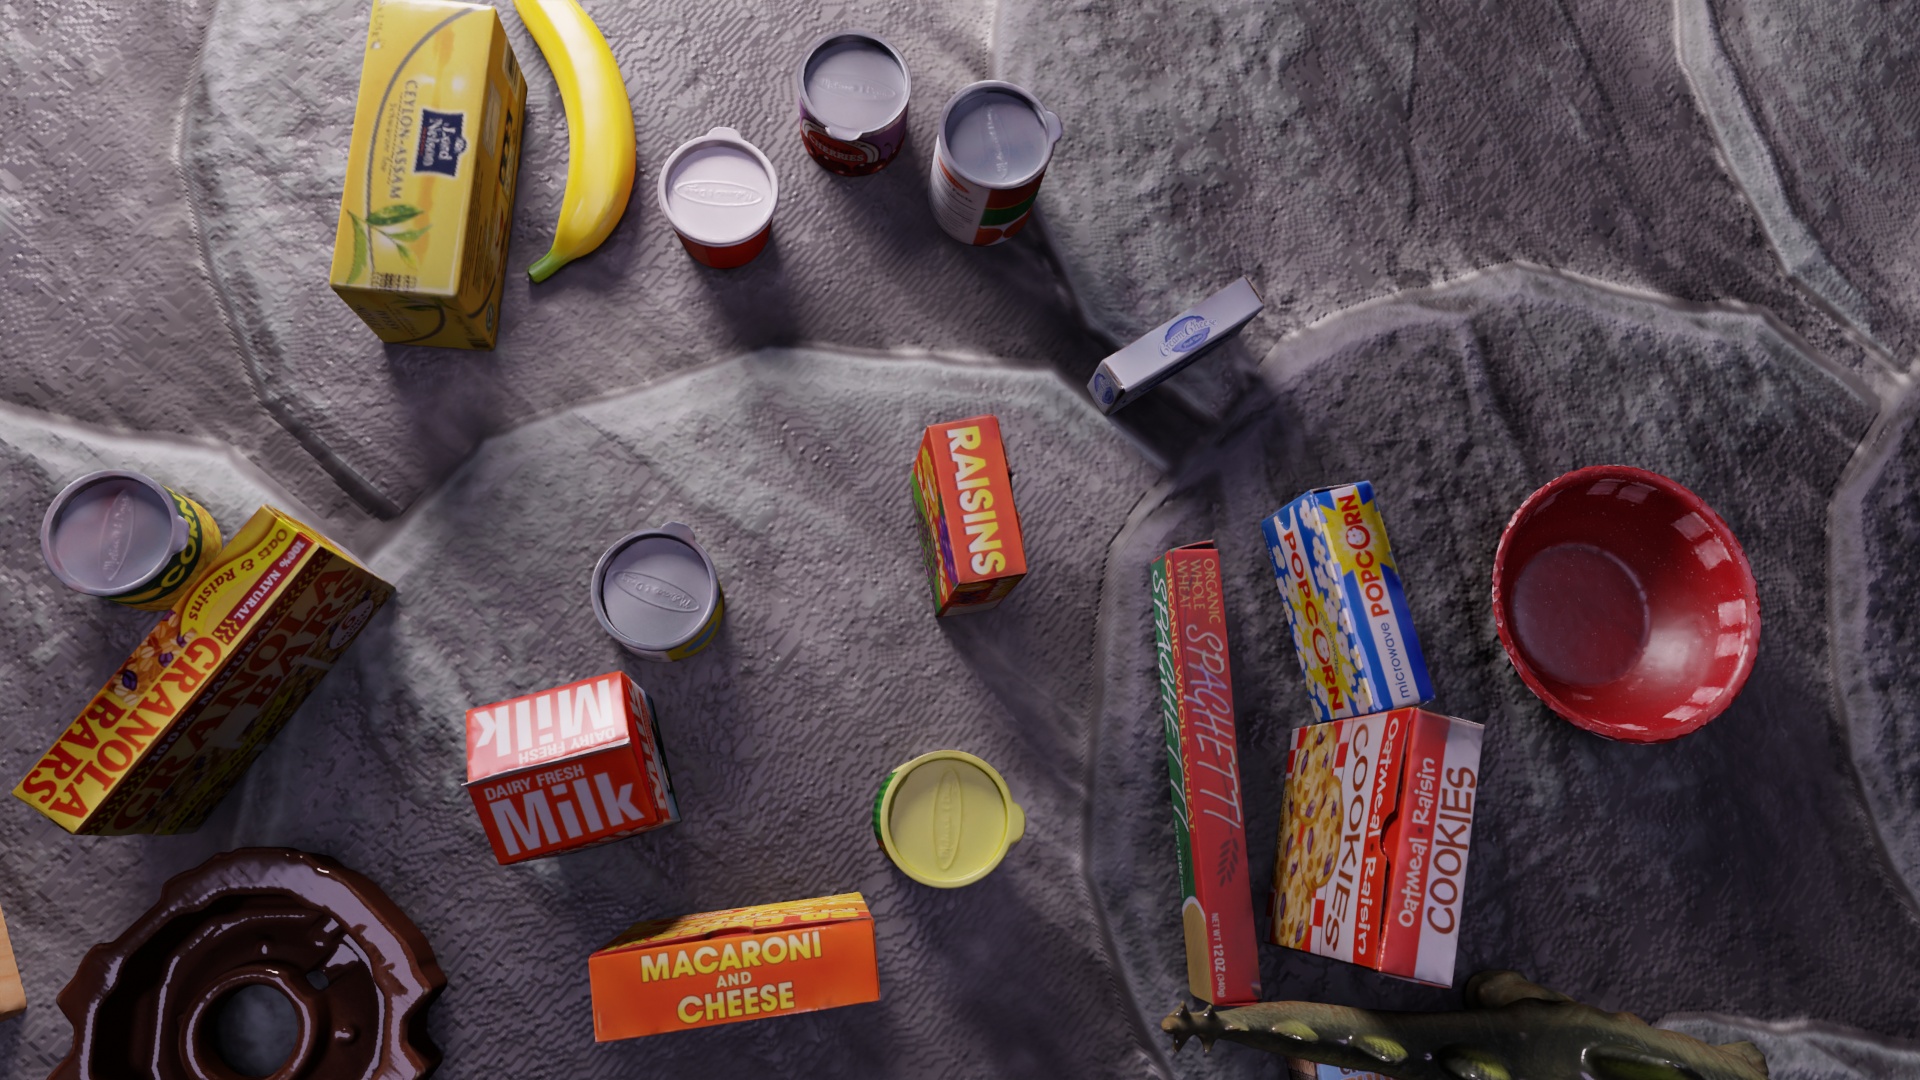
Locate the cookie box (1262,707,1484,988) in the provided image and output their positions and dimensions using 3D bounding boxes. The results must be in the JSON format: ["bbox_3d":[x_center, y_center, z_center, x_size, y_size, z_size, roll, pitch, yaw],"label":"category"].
[{"bbox_3d":[0.206,0.155,0.715,0.040,0.167,0.123,13,78,-4],"label":"cookie box"}]

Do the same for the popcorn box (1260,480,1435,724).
[{"bbox_3d":[0.216,0.038,0.783,0.038,0.085,0.127,-12,80,-8],"label":"popcorn box"}]

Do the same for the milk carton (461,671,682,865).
[{"bbox_3d":[-0.184,0.111,0.670,0.072,0.190,0.073,-15,81,-9],"label":"milk carton"}]

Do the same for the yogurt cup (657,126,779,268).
[{"bbox_3d":[-0.139,-0.193,0.809,0.072,0.054,0.072,1,78,-6],"label":"yogurt cup"}]

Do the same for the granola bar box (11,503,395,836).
[{"bbox_3d":[-0.366,0.069,0.693,0.039,0.124,0.166,35,77,2],"label":"granola bar box"}]

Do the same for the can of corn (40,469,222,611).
[{"bbox_3d":[-0.432,0.001,0.733,0.071,0.058,0.071,1,78,-6],"label":"can of corn"}]

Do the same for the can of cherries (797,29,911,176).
[{"bbox_3d":[-0.065,-0.257,0.828,0.071,0.058,0.071,1,78,-6],"label":"can of cherries"}]

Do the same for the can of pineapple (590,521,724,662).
[{"bbox_3d":[-0.162,0.030,0.757,0.071,0.057,0.071,1,78,-6],"label":"can of pineapple"}]

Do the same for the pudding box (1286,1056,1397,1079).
[{"bbox_3d":[0.224,0.280,0.751,0.084,0.049,0.030,-6,79,-7],"label":"pudding box"}]

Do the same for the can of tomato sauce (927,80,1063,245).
[{"bbox_3d":[0.018,-0.220,0.817,0.071,0.083,0.071,1,78,-6],"label":"can of tomato sauce"}]

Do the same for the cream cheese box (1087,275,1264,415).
[{"bbox_3d":[0.126,-0.114,0.821,0.104,0.053,0.024,-32,84,-11],"label":"cream cheese box"}]

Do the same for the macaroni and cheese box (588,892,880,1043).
[{"bbox_3d":[-0.105,0.201,0.672,0.124,0.166,0.040,-6,80,-7],"label":"macaroni and cheese box"}]

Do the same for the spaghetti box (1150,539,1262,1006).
[{"bbox_3d":[0.135,0.127,0.773,0.029,0.050,0.250,-2,78,-7],"label":"spaghetti box"}]

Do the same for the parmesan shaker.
[{"bbox_3d":[-0.009,0.146,0.726,0.071,0.103,0.071,1,78,-6],"label":"parmesan shaker"}]

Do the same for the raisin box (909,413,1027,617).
[{"bbox_3d":[0.003,-0.009,0.750,0.040,0.123,0.086,-9,80,-8],"label":"raisin box"}]
